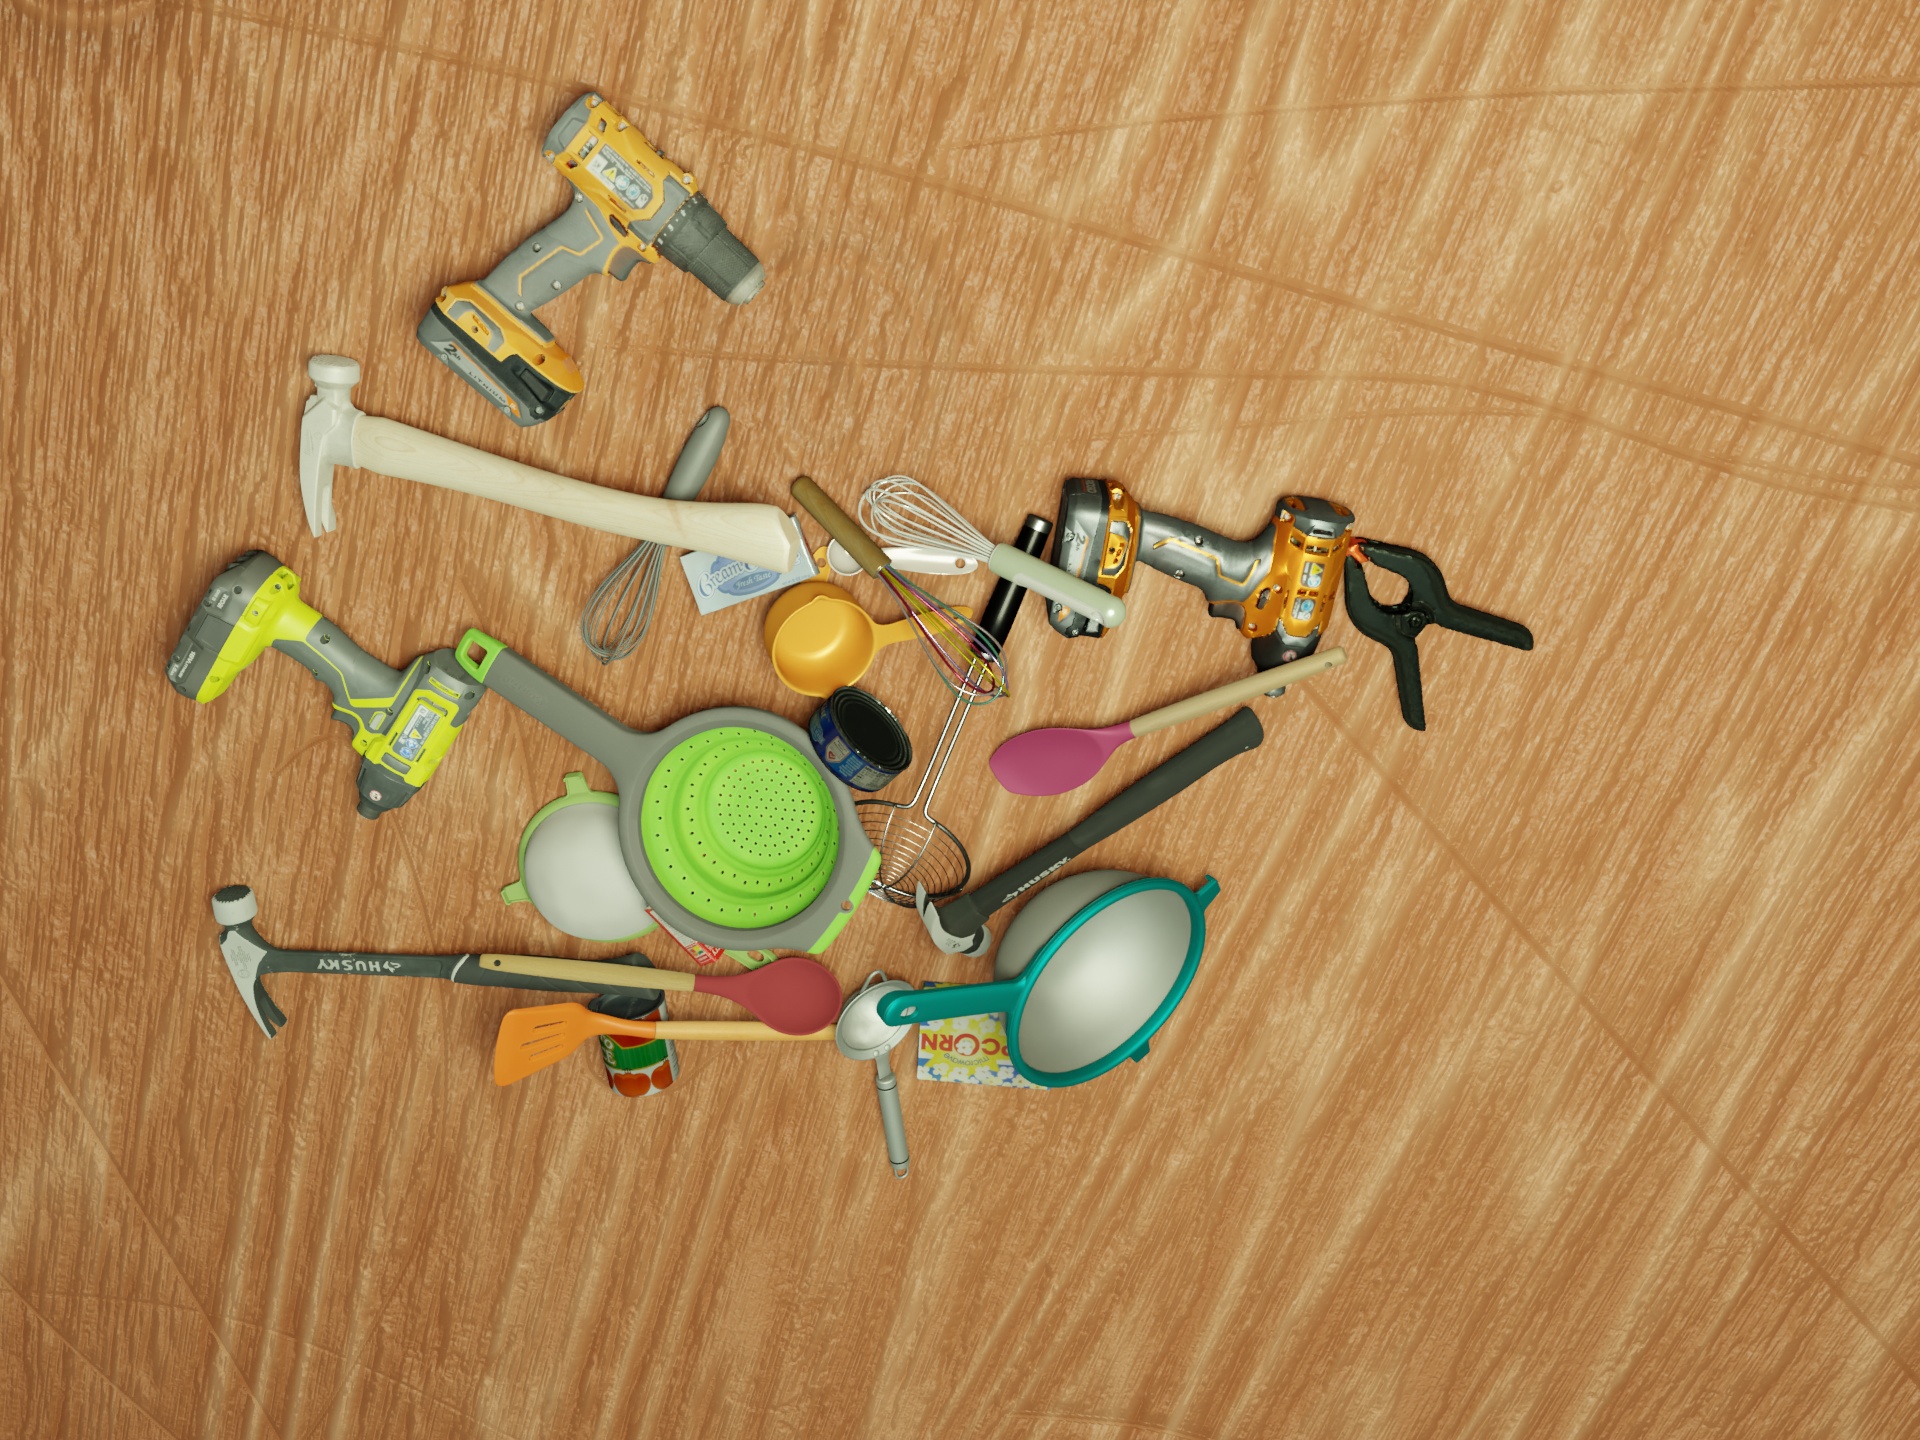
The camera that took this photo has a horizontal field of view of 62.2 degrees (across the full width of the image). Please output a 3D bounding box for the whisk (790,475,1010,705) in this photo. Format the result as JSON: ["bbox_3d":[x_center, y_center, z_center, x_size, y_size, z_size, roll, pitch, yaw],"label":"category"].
[{"bbox_3d":[-0.048,-0.103,1.269,0.245,0.047,0.051,46,114,7],"label":"whisk"}]

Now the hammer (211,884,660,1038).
[{"bbox_3d":[-0.475,0.230,1.449,0.409,0.036,0.149,2,114,7],"label":"hammer"}]

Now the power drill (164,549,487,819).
[{"bbox_3d":[-0.537,-0.026,1.343,0.223,0.080,0.171,34,110,-13],"label":"power drill"}]

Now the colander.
[{"bbox_3d":[-0.244,0.038,1.345,0.397,0.094,0.204,34,103,3],"label":"colander"}]

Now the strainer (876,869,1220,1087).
[{"bbox_3d":[0.053,0.202,1.323,0.340,0.095,0.211,1,118,-39],"label":"strainer"}]

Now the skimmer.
[{"bbox_3d":[-0.002,-0.004,1.342,0.127,0.090,0.363,23,101,2],"label":"skimmer"}]

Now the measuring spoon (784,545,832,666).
[{"bbox_3d":[-0.130,-0.093,1.326,0.021,0.011,0.117,23,108,2],"label":"measuring spoon"}]

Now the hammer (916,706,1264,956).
[{"bbox_3d":[0.109,0.091,1.339,0.335,0.146,0.035,-34,63,9],"label":"hammer"}]

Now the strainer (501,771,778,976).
[{"bbox_3d":[-0.279,0.170,1.407,0.256,0.069,0.151,31,110,-7],"label":"strainer"}]

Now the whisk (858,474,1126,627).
[{"bbox_3d":[0.022,-0.129,1.231,0.246,0.059,0.057,28,157,24],"label":"whisk"}]

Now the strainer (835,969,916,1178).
[{"bbox_3d":[-0.072,0.326,1.473,0.087,0.050,0.258,-21,120,-26],"label":"strainer"}]

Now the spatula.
[{"bbox_3d":[-0.246,0.281,1.410,0.322,0.041,0.081,5,117,-21],"label":"spatula"}]

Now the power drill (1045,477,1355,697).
[{"bbox_3d":[0.185,-0.104,1.264,0.226,0.084,0.164,7,114,-3],"label":"power drill"}]

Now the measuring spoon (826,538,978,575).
[{"bbox_3d":[-0.048,-0.132,1.303,0.124,0.018,0.034,4,93,-5],"label":"measuring spoon"}]

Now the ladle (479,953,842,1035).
[{"bbox_3d":[-0.261,0.230,1.400,0.315,0.031,0.069,9,83,-13],"label":"ladle"}]

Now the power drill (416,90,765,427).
[{"bbox_3d":[-0.276,-0.327,1.206,0.185,0.084,0.226,40,104,-13],"label":"power drill"}]

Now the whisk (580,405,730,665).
[{"bbox_3d":[-0.245,-0.149,1.293,0.055,0.055,0.239,28,106,-8],"label":"whisk"}]

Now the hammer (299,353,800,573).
[{"bbox_3d":[-0.329,-0.172,1.260,0.410,0.038,0.146,15,112,7],"label":"hammer"}]

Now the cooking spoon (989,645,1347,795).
[{"bbox_3d":[0.165,-0.001,1.302,0.319,0.017,0.068,-21,118,27],"label":"cooking spoon"}]

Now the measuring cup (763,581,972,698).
[{"bbox_3d":[-0.078,-0.080,1.311,0.173,0.052,0.095,-14,123,-18],"label":"measuring cup"}]
